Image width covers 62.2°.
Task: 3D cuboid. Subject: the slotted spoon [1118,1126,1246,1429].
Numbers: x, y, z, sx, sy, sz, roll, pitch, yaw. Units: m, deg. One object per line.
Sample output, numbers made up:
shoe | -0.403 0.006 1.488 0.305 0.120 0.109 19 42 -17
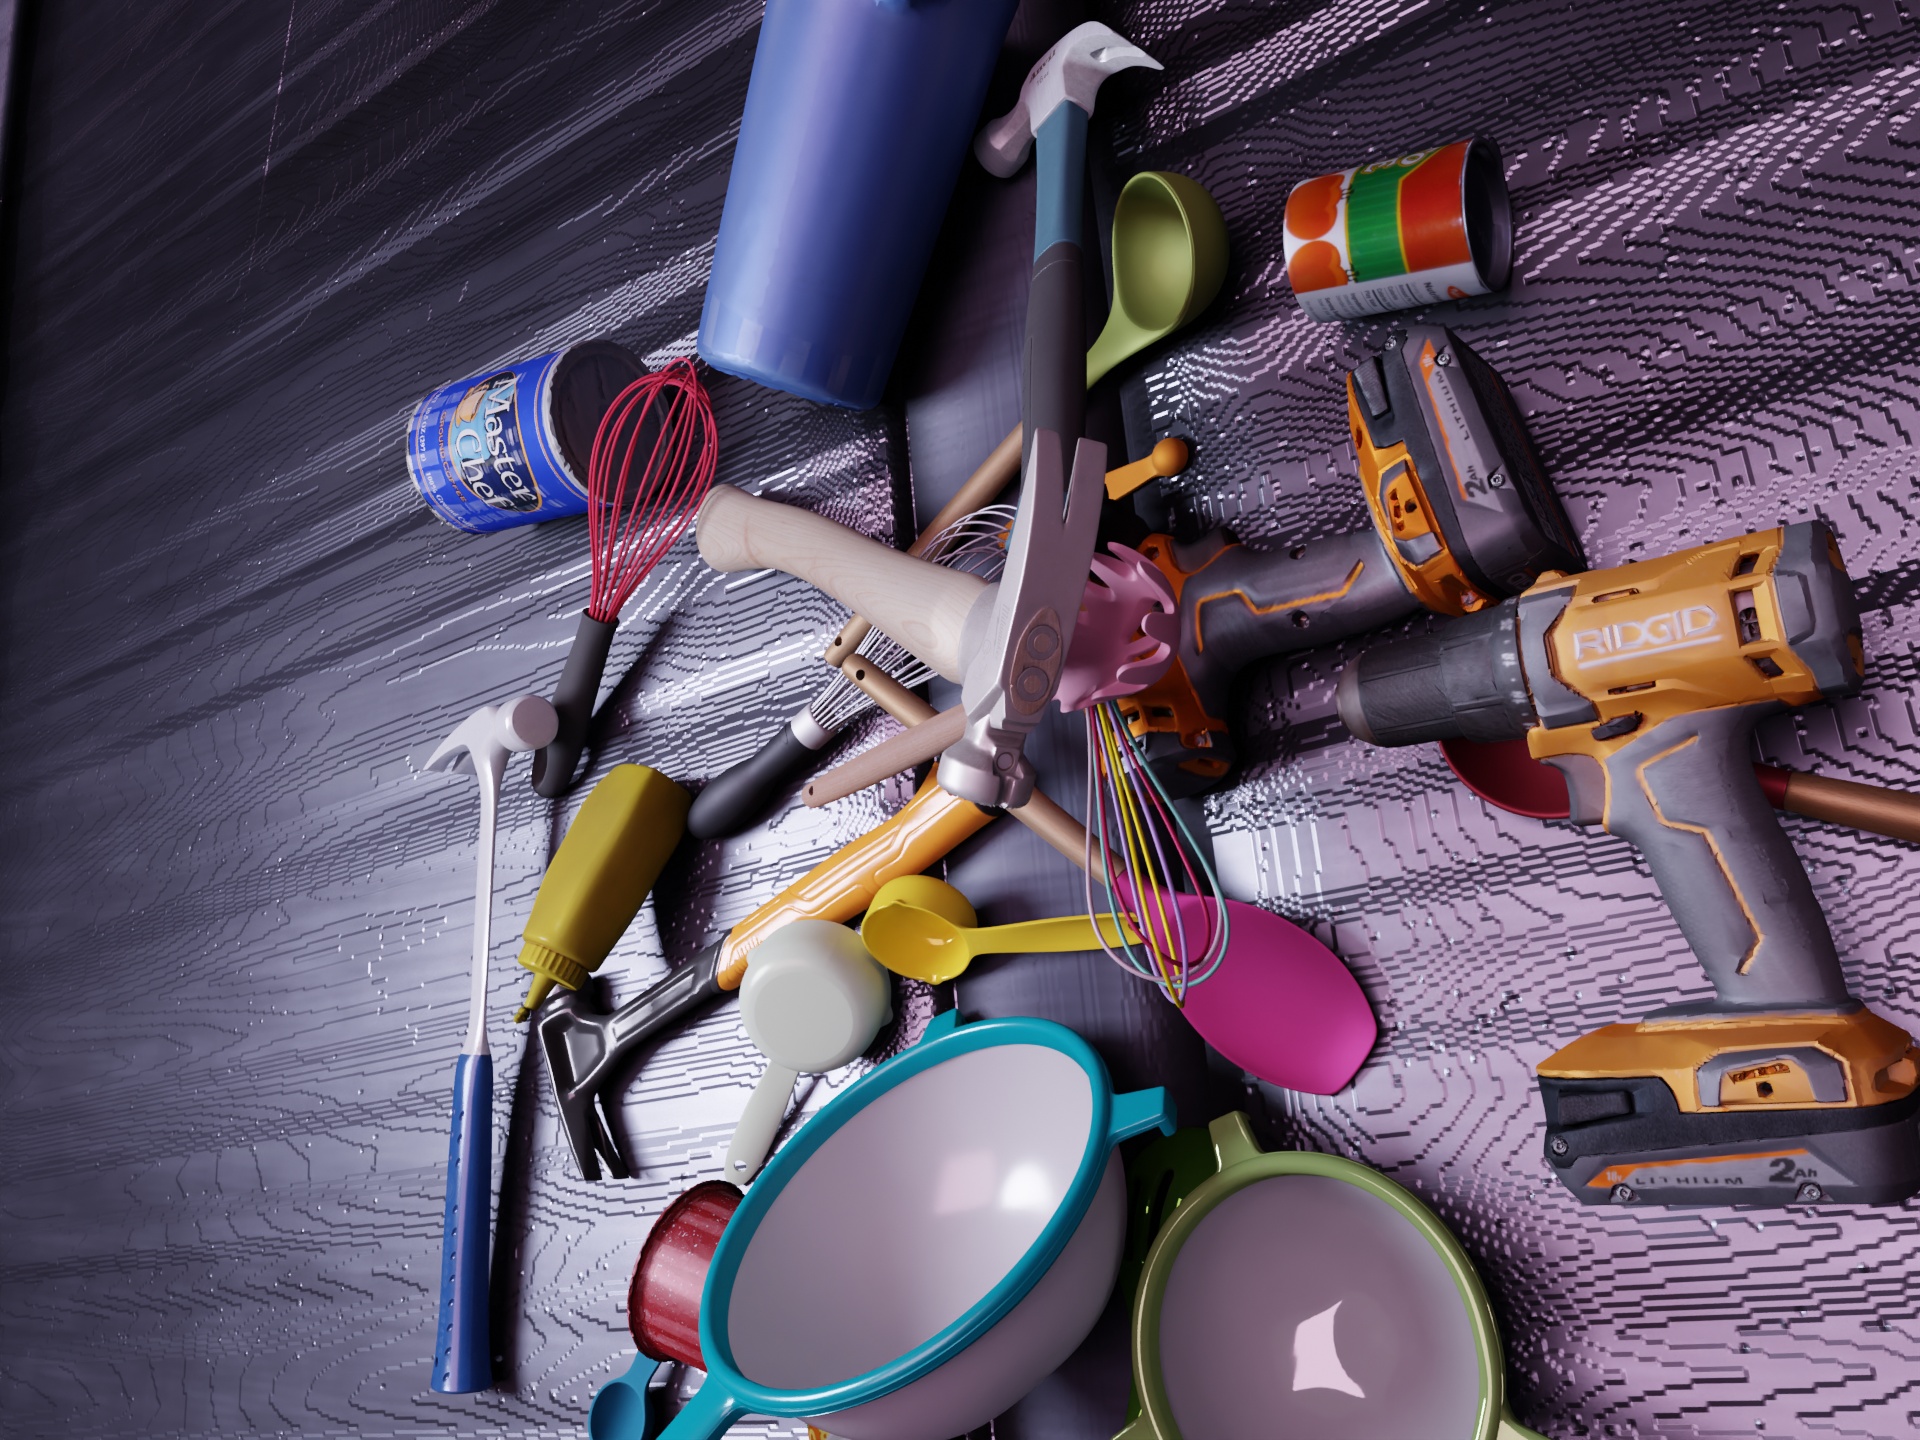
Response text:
slotted spoon | 0.076 0.335 0.687 0.070 0.031 0.314 3 82 44

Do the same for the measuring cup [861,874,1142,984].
measuring cup | 0.026 0.097 0.779 0.156 0.062 0.029 -7 39 22

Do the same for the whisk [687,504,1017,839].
whisk | -0.058 -0.016 0.858 0.284 0.070 0.070 -39 59 28

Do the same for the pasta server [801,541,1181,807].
pasta server | -0.001 -0.002 0.723 0.316 0.040 0.060 -26 61 53

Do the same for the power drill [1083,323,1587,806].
power drill | 0.139 -0.078 0.712 0.226 0.084 0.164 -30 63 32

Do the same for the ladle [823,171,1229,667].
ladle | 0.021 -0.146 0.830 0.320 0.062 0.078 -47 50 21

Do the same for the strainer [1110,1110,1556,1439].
strainer | 0.188 0.260 0.597 0.256 0.069 0.151 15 85 37

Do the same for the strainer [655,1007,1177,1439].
strainer | -0.047 0.278 0.677 0.340 0.095 0.211 -44 21 -21

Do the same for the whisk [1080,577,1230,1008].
whisk | 0.065 0.006 0.686 0.051 0.047 0.245 -34 57 36

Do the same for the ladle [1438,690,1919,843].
ladle | 0.330 0.030 0.578 0.316 0.031 0.069 15 97 36

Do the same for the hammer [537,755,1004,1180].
hammer | -0.107 0.126 0.868 0.337 0.034 0.127 -36 59 24

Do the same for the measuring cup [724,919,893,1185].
measuring cup | -0.093 0.183 0.826 0.083 0.038 0.167 24 107 1

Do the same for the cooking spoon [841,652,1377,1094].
cooking spoon | 0.057 0.059 0.745 0.319 0.017 0.068 38 108 25

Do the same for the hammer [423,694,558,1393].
hammer | -0.298 0.193 0.977 0.144 0.035 0.406 -13 74 51

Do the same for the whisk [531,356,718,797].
whisk | -0.212 -0.080 0.963 0.073 0.073 0.295 39 115 36

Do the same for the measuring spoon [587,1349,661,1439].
measuring spoon | -0.161 0.342 0.868 0.042 0.021 0.128 24 84 38

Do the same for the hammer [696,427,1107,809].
hammer | -0.054 -0.086 0.781 0.411 0.038 0.146 30 109 60

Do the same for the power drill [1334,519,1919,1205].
power drill | 0.240 0.055 0.583 0.185 0.084 0.226 -13 82 35

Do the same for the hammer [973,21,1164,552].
hammer | 0.046 -0.211 0.768 0.128 0.033 0.331 -35 42 46

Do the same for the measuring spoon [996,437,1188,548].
measuring spoon | 0.064 -0.116 0.817 0.117 0.011 0.021 -23 66 30
